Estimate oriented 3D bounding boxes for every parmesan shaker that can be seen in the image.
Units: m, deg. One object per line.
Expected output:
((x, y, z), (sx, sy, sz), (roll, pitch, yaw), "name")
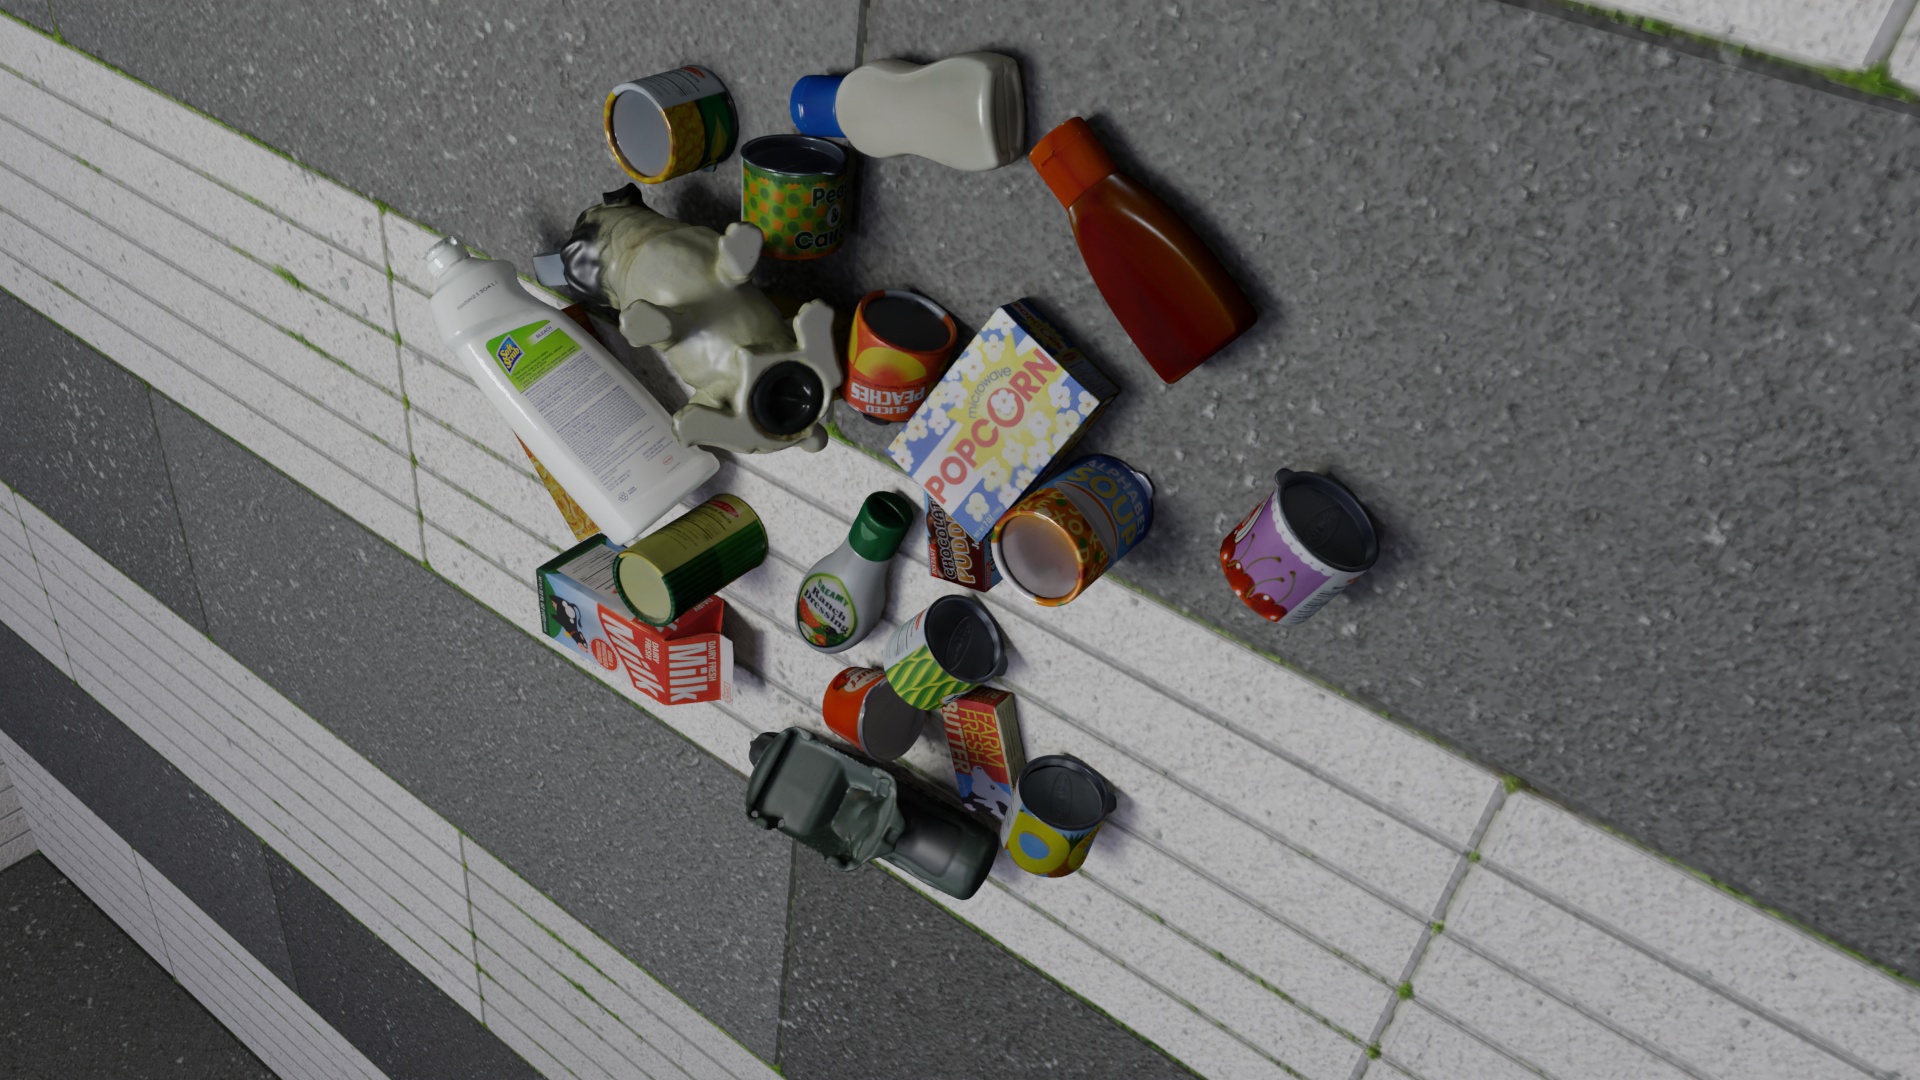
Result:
((-0.209, 0.014, 1.067), (0.071, 0.103, 0.071), (20, 127, 29), "parmesan shaker")

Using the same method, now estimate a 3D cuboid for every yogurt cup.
((-0.067, 0.128, 1.050), (0.054, 0.073, 0.072), (13, 123, 43), "yogurt cup")

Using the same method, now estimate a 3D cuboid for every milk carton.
((-0.262, 0.073, 1.167), (0.191, 0.074, 0.072), (24, 129, 26), "milk carton")

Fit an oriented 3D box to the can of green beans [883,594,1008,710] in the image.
((-0.012, 0.079, 0.973), (0.071, 0.071, 0.057), (53, 136, 0), "can of green beans")

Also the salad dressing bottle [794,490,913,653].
((-0.076, 0.024, 1.007), (0.064, 0.044, 0.146), (43, 134, 12), "salad dressing bottle")

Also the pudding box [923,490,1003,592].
((0.003, -0.012, 0.931), (0.050, 0.030, 0.083), (18, 125, 31), "pudding box")

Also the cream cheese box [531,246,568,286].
((-0.258, -0.206, 1.009), (0.104, 0.053, 0.024), (3, 115, 38), "cream cheese box")

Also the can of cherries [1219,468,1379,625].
((0.185, 0.003, 0.768), (0.071, 0.072, 0.058), (45, 136, 8), "can of cherries")

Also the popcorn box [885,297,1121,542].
((0.024, -0.072, 0.849), (0.085, 0.038, 0.126), (45, 119, 9), "popcorn box")

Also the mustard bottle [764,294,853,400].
((-0.139, -0.140, 0.955), (0.160, 0.049, 0.065), (20, 121, 30), "mustard bottle")

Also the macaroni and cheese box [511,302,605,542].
((-0.311, -0.093, 1.130), (0.123, 0.040, 0.166), (-22, 101, 44), "macaroni and cheese box")

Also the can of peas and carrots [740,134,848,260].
((-0.102, -0.214, 0.868), (0.071, 0.071, 0.058), (26, 130, 25), "can of peas and carrots")

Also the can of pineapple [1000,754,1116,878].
((0.067, 0.196, 0.980), (0.071, 0.071, 0.057), (33, 132, 20), "can of pineapple")

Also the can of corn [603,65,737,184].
((-0.190, -0.270, 0.911), (0.071, 0.058, 0.070), (20, 126, 29), "can of corn")

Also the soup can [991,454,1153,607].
((0.070, -0.008, 0.841), (0.071, 0.084, 0.071), (19, 126, 29), "soup can")

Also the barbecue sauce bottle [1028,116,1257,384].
((0.095, -0.161, 0.757), (0.148, 0.044, 0.064), (54, 135, 0), "barbecue sauce bottle")

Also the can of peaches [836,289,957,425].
((-0.041, -0.115, 0.876), (0.071, 0.071, 0.057), (38, 132, 15), "can of peaches")

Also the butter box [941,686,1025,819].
((0.019, 0.155, 1.024), (0.053, 0.024, 0.103), (7, 120, 36), "butter box")

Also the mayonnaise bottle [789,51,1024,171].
((-0.033, -0.251, 0.809), (0.148, 0.041, 0.064), (14, 122, 34), "mayonnaise bottle")
